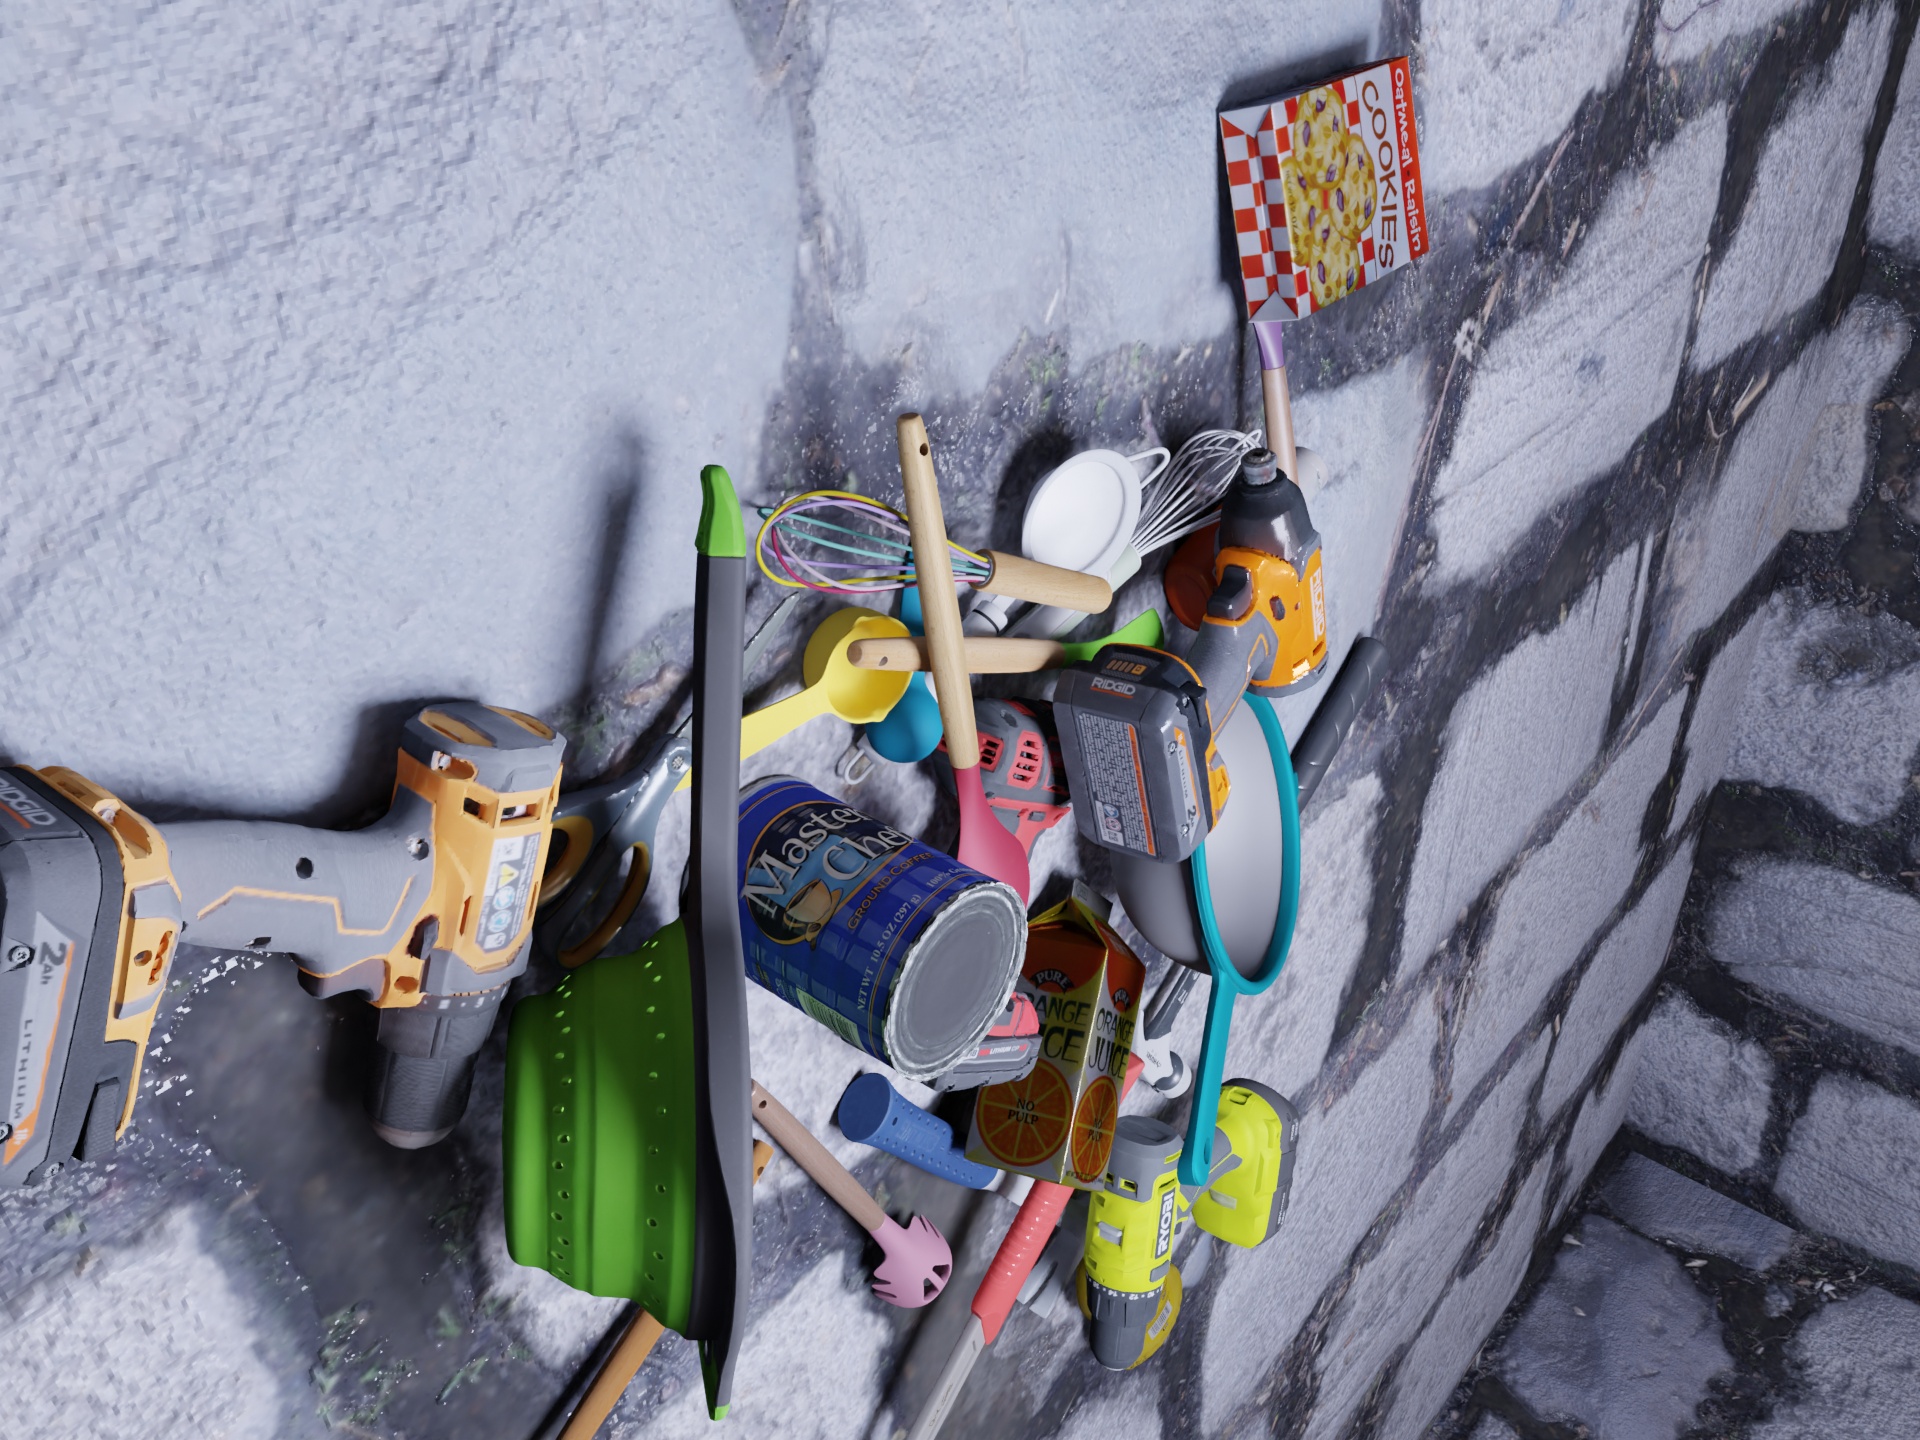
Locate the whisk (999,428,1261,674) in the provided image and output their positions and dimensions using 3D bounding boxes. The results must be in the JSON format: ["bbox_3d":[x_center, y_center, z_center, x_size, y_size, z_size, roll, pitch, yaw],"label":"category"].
[{"bbox_3d":[0.105,-0.106,0.964,0.246,0.058,0.059,-42,170,-25],"label":"whisk"}]

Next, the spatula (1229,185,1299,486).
[{"bbox_3d":[0.203,-0.202,1.015,0.060,0.018,0.315,-34,123,-40],"label":"spatula"}]

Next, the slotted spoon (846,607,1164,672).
[{"bbox_3d":[0.037,-0.034,0.872,0.313,0.031,0.070,-2,125,-56],"label":"slotted spoon"}]

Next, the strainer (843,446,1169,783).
[{"bbox_3d":[0.019,-0.064,0.875,0.258,0.050,0.086,-49,139,-14],"label":"strainer"}]

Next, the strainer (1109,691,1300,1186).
[{"bbox_3d":[0.144,0.135,1.055,0.210,0.095,0.341,49,47,-48],"label":"strainer"}]

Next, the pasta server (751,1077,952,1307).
[{"bbox_3d":[-0.069,0.295,0.986,0.060,0.040,0.315,-52,140,-21],"label":"pasta server"}]

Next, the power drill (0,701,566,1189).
[{"bbox_3d":[-0.249,0.092,0.571,0.226,0.084,0.185,-9,118,-57],"label":"power drill"}]

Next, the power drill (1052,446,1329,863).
[{"bbox_3d":[0.144,-0.045,0.924,0.226,0.084,0.164,-47,138,-36],"label":"power drill"}]

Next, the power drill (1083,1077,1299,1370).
[{"bbox_3d":[0.176,0.390,1.259,0.228,0.080,0.190,-8,107,-51],"label":"power drill"}]

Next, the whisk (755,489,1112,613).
[{"bbox_3d":[-0.007,-0.076,0.795,0.244,0.051,0.047,7,97,-47],"label":"whisk"}]

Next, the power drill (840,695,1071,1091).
[{"bbox_3d":[0.030,0.098,0.959,0.187,0.080,0.226,11,98,-56],"label":"power drill"}]

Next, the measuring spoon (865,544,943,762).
[{"bbox_3d":[-0.022,-0.040,0.828,0.042,0.021,0.128,6,95,-16],"label":"measuring spoon"}]

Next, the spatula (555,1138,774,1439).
[{"bbox_3d":[-0.202,0.361,0.847,0.323,0.041,0.080,-55,145,-23],"label":"spatula"}]

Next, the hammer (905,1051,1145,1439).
[{"bbox_3d":[0.036,0.390,1.110,0.149,0.037,0.359,26,92,-55],"label":"hammer"}]

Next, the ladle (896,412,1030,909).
[{"bbox_3d":[-0.001,-0.003,0.786,0.069,0.031,0.315,-35,130,-36],"label":"ladle"}]

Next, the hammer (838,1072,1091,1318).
[{"bbox_3d":[0.020,0.323,1.114,0.144,0.035,0.405,-59,146,-11],"label":"hammer"}]

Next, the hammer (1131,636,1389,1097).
[{"bbox_3d":[0.241,0.105,1.286,0.409,0.036,0.149,-58,144,-13],"label":"hammer"}]

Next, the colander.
[{"bbox_3d":[-0.142,0.092,0.666,0.094,0.205,0.397,1,100,-14],"label":"colander"}]

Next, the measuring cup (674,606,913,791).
[{"bbox_3d":[-0.091,-0.008,0.779,0.156,0.029,0.062,-29,129,-26],"label":"measuring cup"}]
